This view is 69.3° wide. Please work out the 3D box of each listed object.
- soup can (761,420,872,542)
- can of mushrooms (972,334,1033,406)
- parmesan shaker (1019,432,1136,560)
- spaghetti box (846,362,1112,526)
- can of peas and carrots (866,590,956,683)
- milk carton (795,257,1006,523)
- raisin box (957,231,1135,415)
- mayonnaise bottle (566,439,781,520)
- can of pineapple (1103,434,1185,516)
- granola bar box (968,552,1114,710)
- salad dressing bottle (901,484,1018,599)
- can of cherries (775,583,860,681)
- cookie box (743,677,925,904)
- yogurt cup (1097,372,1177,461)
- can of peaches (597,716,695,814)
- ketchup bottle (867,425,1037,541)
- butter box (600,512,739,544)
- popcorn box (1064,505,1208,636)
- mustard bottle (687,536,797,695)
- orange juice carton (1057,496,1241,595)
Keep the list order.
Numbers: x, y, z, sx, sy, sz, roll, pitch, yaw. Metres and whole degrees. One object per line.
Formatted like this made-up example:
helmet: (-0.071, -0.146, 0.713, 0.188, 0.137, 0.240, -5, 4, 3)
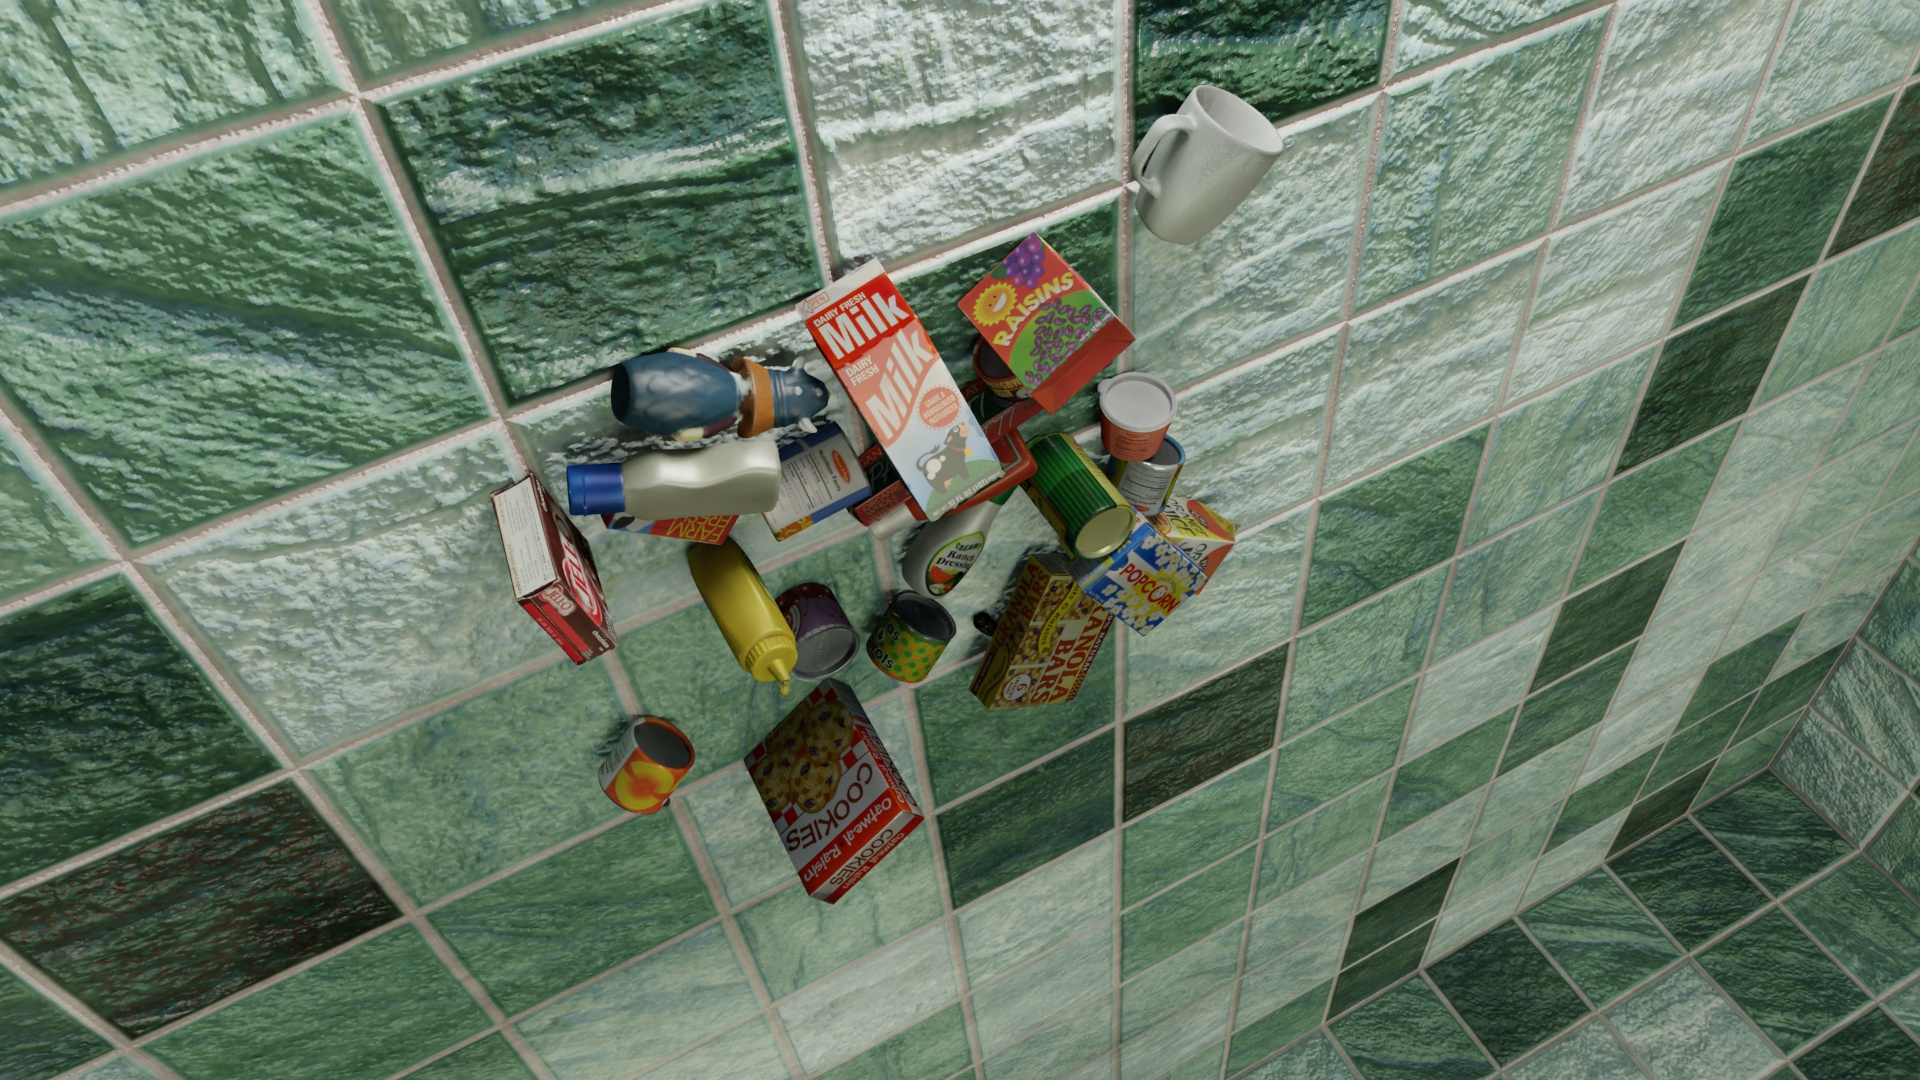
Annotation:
soup can: (-0.121, -0.046, 1.091, 0.084, 0.071, 0.071, -28, 141, -8)
can of mushrooms: (0.044, -0.144, 1.106, 0.071, 0.071, 0.033, -40, 141, 6)
parmesan shaker: (0.100, -0.040, 1.227, 0.071, 0.103, 0.071, -20, 139, -18)
spaghetti box: (0.008, -0.100, 1.141, 0.250, 0.050, 0.028, -34, 141, -2)
can of peas and carrots: (-0.048, 0.089, 1.283, 0.071, 0.071, 0.058, 7, 126, -41)
milk carton: (-0.047, -0.115, 1.040, 0.072, 0.073, 0.190, -32, 119, -3)
raisin box: (0.063, -0.166, 1.053, 0.086, 0.124, 0.040, -43, 141, 10)
mayonnaise bottle: (-0.206, -0.041, 1.001, 0.148, 0.041, 0.064, -5, 150, -17)
can of pineapple: (0.168, -0.066, 1.285, 0.071, 0.071, 0.057, -8, 134, -31)
granola bar box: (0.093, 0.090, 1.387, 0.124, 0.039, 0.164, -1, 123, -42)
salad dressing bottle: (0.004, -0.015, 1.231, 0.064, 0.044, 0.147, 12, 122, -45)
can of cherries: (-0.132, 0.080, 1.217, 0.072, 0.058, 0.071, -20, 140, -18)
cookie box: (-0.120, 0.232, 1.294, 0.122, 0.168, 0.040, -44, 142, 12)
yogurt cup: (0.155, -0.107, 1.232, 0.072, 0.072, 0.053, -21, 148, -17)
can of peaches: (-0.275, 0.199, 1.227, 0.071, 0.071, 0.058, 16, 119, -45)
ketchup bottle: (-0.012, -0.050, 1.172, 0.149, 0.065, 0.043, -29, 159, 6)
butter box: (-0.219, -0.028, 1.068, 0.103, 0.024, 0.053, 9, 125, -42)
popcorn box: (0.164, 0.030, 1.280, 0.085, 0.038, 0.126, -43, 140, 11)
mustard bottle: (-0.165, 0.064, 1.094, 0.049, 0.161, 0.065, -31, 143, -7)
orange juice carton: (0.198, 0.003, 1.369, 0.193, 0.073, 0.071, 5, 127, -40)
